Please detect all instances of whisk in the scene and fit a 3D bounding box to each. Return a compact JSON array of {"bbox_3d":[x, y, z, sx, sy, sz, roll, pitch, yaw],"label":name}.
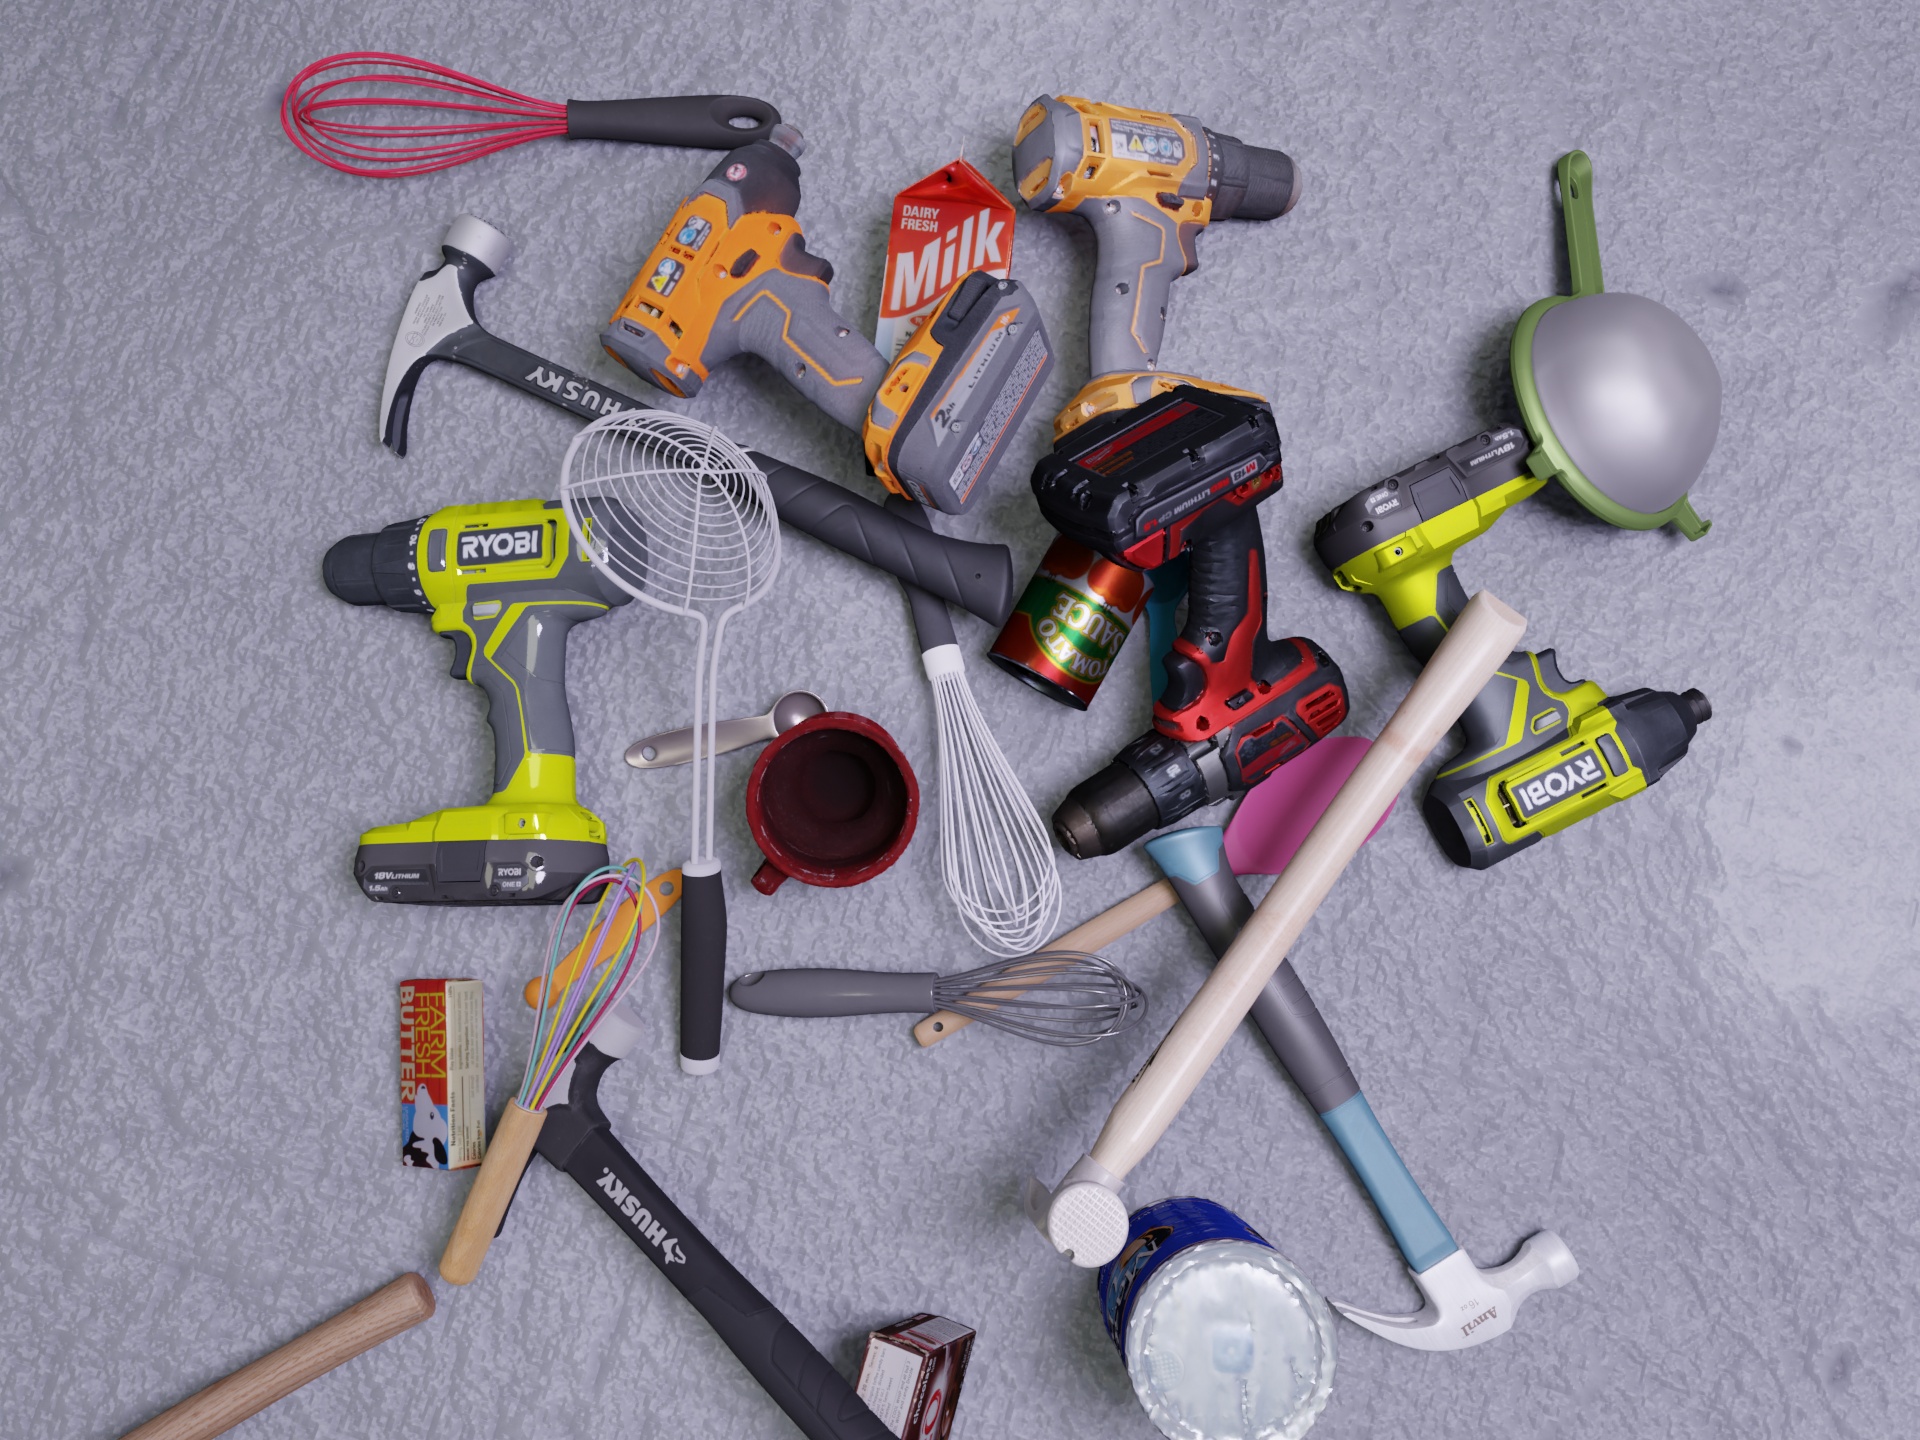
[{"bbox_3d":[-0.220,0.185,0.843,0.047,0.051,0.245,23,90,30],"label":"whisk"},{"bbox_3d":[-0.257,-0.364,0.965,0.295,0.073,0.073,-2,82,-8],"label":"whisk"},{"bbox_3d":[-0.016,0.154,0.883,0.239,0.055,0.055,-2,82,12],"label":"whisk"},{"bbox_3d":[-0.002,-0.003,0.919,0.070,0.070,0.285,-15,77,-3],"label":"whisk"}]

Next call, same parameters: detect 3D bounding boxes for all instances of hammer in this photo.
[{"bbox_3d":[-0.125,0.305,0.825,0.335,0.035,0.146,38,89,24],"label":"hammer"},{"bbox_3d":[0.206,0.201,0.893,0.128,0.033,0.331,-31,87,-5],"label":"hammer"},{"bbox_3d":[-0.153,-0.152,0.924,0.409,0.036,0.149,26,84,9],"label":"hammer"},{"bbox_3d":[0.168,0.101,0.838,0.038,0.146,0.411,37,80,3],"label":"hammer"},{"bbox_3d":[-0.437,0.388,0.835,0.331,0.130,0.031,-28,79,-13],"label":"hammer"}]

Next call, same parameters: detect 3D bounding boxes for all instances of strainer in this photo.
[{"bbox_3d":[0.391,-0.238,0.927,0.151,0.069,0.256,13,67,-29],"label":"strainer"}]

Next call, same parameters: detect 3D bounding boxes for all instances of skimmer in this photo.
[{"bbox_3d":[-0.158,0.015,0.880,0.127,0.090,0.363,-10,109,-41],"label":"skimmer"}]

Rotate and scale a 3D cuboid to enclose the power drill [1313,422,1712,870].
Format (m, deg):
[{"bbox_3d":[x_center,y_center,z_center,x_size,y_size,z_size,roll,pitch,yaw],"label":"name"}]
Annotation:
[{"bbox_3d":[0.318,-0.048,0.920,0.171,0.080,0.223,-26,87,-5],"label":"power drill"}]

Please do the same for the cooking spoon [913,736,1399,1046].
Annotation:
[{"bbox_3d":[0.113,0.103,0.921,0.319,0.017,0.069,-29,88,-5],"label":"cooking spoon"}]

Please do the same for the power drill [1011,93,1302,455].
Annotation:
[{"bbox_3d":[0.129,-0.246,0.930,0.185,0.084,0.226,-2,83,-27],"label":"power drill"}]

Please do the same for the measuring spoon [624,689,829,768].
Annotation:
[{"bbox_3d":[-0.137,0.008,0.935,0.124,0.018,0.034,-13,97,4],"label":"measuring spoon"}]

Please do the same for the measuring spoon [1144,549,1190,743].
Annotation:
[{"bbox_3d":[0.125,-0.045,0.944,0.042,0.021,0.128,-4,90,33],"label":"measuring spoon"}]

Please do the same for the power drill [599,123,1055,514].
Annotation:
[{"bbox_3d":[-0.066,-0.225,0.866,0.226,0.084,0.164,28,85,16],"label":"power drill"}]

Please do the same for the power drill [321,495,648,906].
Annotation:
[{"bbox_3d":[-0.276,-0.012,0.896,0.190,0.080,0.228,-3,81,15],"label":"power drill"}]

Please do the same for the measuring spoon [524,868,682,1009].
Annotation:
[{"bbox_3d":[-0.203,0.125,0.916,0.117,0.011,0.021,-40,85,-6],"label":"measuring spoon"}]

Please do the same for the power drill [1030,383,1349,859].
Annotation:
[{"bbox_3d":[0.110,-0.043,0.857,0.188,0.080,0.226,-31,124,-14],"label":"power drill"}]
